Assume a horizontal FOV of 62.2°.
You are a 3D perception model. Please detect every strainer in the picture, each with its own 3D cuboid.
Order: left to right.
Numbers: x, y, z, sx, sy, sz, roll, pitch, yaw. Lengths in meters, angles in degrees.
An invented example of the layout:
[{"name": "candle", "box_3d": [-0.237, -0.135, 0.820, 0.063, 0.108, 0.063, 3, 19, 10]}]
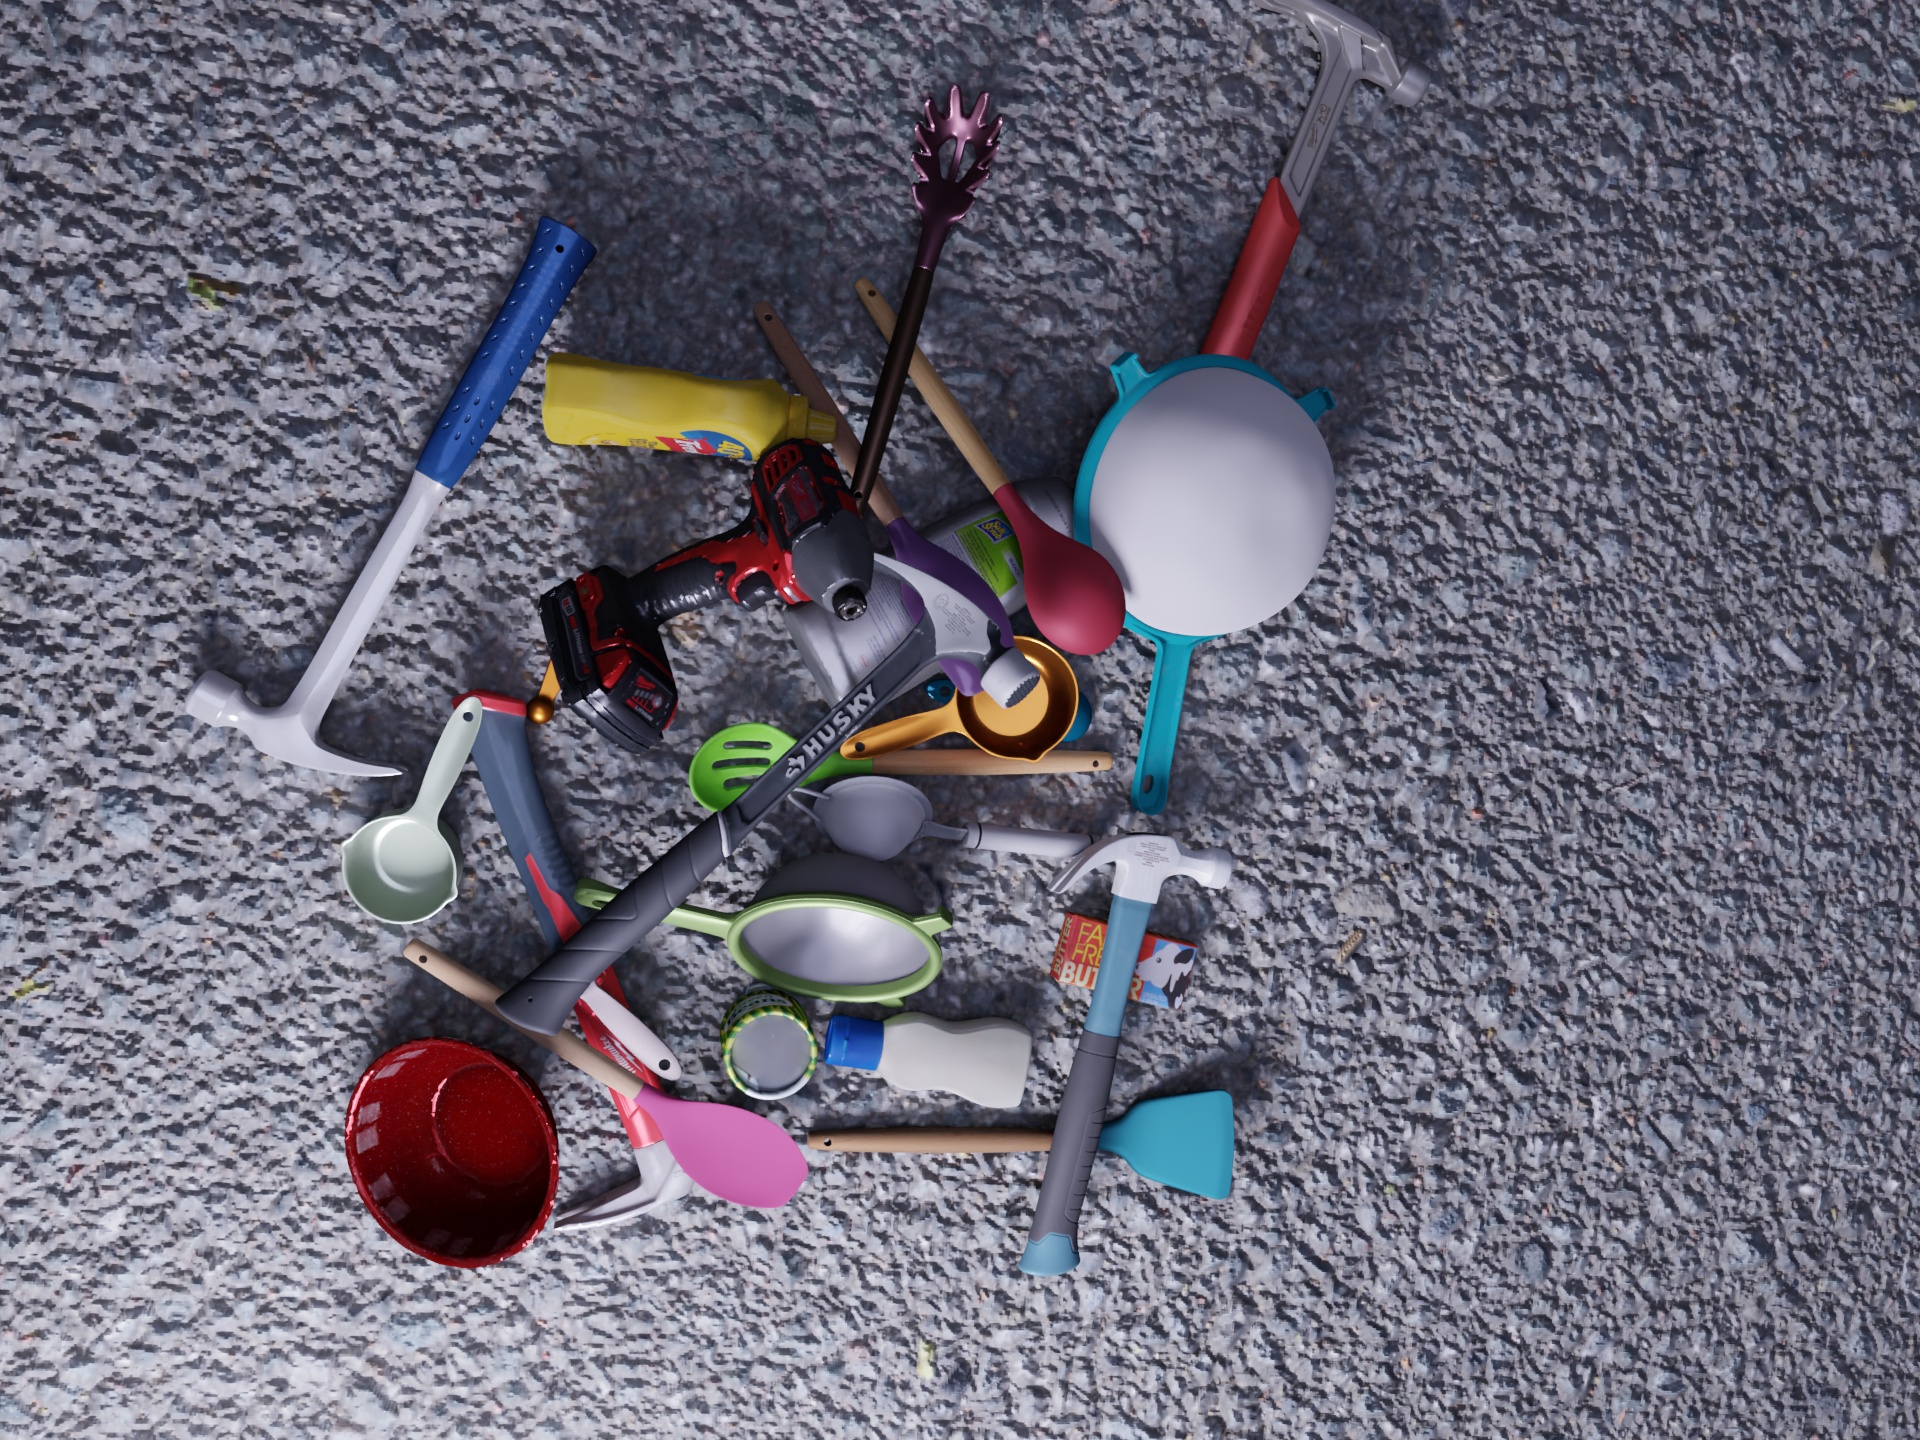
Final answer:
[{"name": "strainer", "box_3d": [-0.136, 0.125, 1.111, 0.256, 0.151, 0.069, 14, 54, -9]}, {"name": "strainer", "box_3d": [0.001, 0.083, 1.152, 0.258, 0.086, 0.050, 7, 48, -20]}, {"name": "strainer", "box_3d": [0.182, -0.086, 1.135, 0.211, 0.095, 0.340, 3, 103, -29]}]

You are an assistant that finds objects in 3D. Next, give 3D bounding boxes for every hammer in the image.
[{"name": "hammer", "box_3d": [-0.356, -0.150, 1.074, 0.144, 0.035, 0.405, 29, 88, -12]}, {"name": "hammer", "box_3d": [-0.283, 0.165, 1.111, 0.143, 0.038, 0.386, -21, 98, -7]}, {"name": "hammer", "box_3d": [-0.144, 0.056, 1.045, 0.409, 0.036, 0.149, -43, 75, -3]}, {"name": "hammer", "box_3d": [0.101, 0.242, 1.163, 0.128, 0.033, 0.331, 14, 87, -12]}, {"name": "hammer", "box_3d": [0.218, -0.351, 1.173, 0.149, 0.037, 0.359, 22, 89, -12]}]

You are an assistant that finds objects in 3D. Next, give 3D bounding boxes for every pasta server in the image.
[{"name": "pasta server", "box_3d": [-0.033, -0.289, 1.099, 0.060, 0.040, 0.316, 15, 79, 2]}]

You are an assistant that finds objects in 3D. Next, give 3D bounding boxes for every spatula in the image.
[{"name": "spatula", "box_3d": [-0.057, -0.159, 1.100, 0.060, 0.018, 0.316, -31, 83, -10]}, {"name": "spatula", "box_3d": [0.045, 0.313, 1.185, 0.317, 0.044, 0.082, 2, 89, -10]}]

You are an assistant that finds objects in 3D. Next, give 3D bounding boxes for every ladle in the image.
[{"name": "ladle", "box_3d": [0.015, -0.183, 1.109, 0.069, 0.031, 0.315, -32, 82, -13]}]

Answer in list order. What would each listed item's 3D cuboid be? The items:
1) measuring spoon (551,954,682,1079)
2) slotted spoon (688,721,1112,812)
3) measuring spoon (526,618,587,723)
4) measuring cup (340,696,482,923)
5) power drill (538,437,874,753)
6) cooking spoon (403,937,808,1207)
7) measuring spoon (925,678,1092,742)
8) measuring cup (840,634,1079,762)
[{"name": "measuring spoon", "box_3d": [-0.237, 0.206, 1.094, 0.034, 0.018, 0.124, -44, 101, -3]}, {"name": "slotted spoon", "box_3d": [-0.040, 0.032, 1.156, 0.313, 0.031, 0.070, -1, 109, -13]}, {"name": "measuring spoon", "box_3d": [-0.273, -0.051, 1.110, 0.021, 0.011, 0.117, 25, 89, -12]}, {"name": "measuring cup", "box_3d": [-0.357, 0.057, 1.077, 0.083, 0.038, 0.167, 25, 98, -8]}, {"name": "power drill", "box_3d": [-0.158, -0.079, 1.043, 0.219, 0.143, 0.078, -31, 144, 8]}, {"name": "cooking spoon", "box_3d": [-0.243, 0.241, 1.096, 0.318, 0.017, 0.069, 35, 99, -10]}, {"name": "measuring spoon", "box_3d": [0.038, -0.012, 1.169, 0.128, 0.021, 0.042, 11, 92, -12]}, {"name": "measuring cup", "box_3d": [-0.002, -0.004, 1.138, 0.173, 0.052, 0.095, -17, 91, -1]}]
